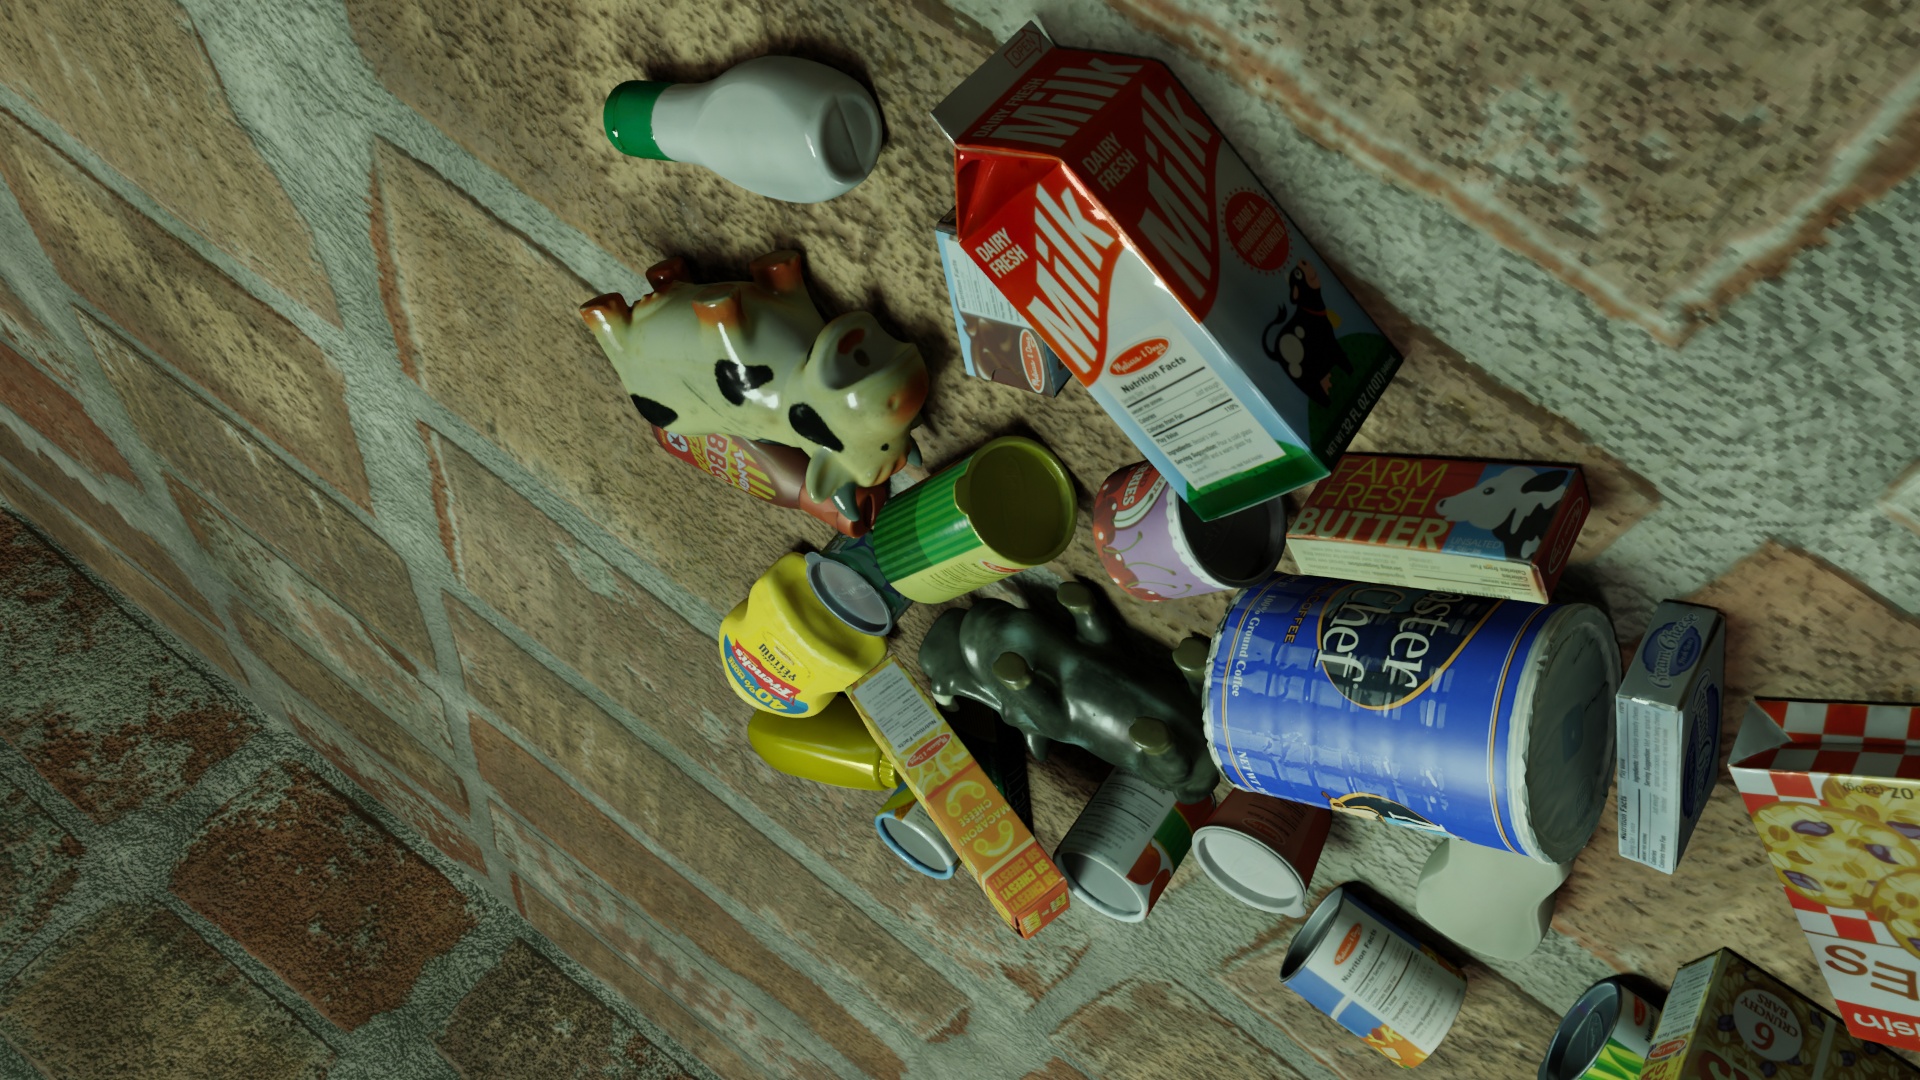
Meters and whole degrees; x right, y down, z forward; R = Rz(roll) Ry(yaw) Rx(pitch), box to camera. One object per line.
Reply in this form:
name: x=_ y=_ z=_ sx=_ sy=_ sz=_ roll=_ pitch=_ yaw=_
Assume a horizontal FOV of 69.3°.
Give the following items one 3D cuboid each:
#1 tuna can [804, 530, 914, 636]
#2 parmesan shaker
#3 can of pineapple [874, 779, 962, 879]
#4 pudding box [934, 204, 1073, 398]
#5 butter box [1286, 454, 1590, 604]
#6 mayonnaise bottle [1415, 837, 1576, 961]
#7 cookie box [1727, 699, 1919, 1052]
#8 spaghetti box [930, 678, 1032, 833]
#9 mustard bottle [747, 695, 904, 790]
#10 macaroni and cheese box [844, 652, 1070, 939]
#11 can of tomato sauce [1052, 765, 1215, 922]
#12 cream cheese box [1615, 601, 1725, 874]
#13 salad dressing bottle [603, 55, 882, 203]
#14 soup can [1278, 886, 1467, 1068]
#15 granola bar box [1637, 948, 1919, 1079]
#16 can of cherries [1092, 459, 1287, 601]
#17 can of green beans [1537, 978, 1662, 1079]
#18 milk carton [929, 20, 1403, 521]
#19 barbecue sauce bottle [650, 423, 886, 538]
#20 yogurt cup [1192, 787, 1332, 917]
tuna can: x=-0.062 y=0.024 z=0.868 sx=0.071 sy=0.033 sz=0.070 roll=27 pitch=146 yaw=20
parmesan shaker: x=0.003 y=-0.009 z=0.721 sx=0.071 sy=0.071 sz=0.102 roll=48 pitch=149 yaw=-12
can of pineapple: x=-0.017 y=0.187 z=0.942 sx=0.071 sy=0.058 sz=0.070 roll=28 pitch=147 yaw=21
pudding box: x=0.022 y=-0.107 z=0.614 sx=0.050 sy=0.030 sz=0.083 roll=18 pitch=143 yaw=30
butter box: x=0.185 y=-0.007 z=0.544 sx=0.103 sy=0.053 sz=0.024 roll=7 pitch=139 yaw=43
mayonnaise bottle: x=0.263 y=0.147 z=0.667 sx=0.065 sy=0.041 sz=0.147 roll=24 pitch=144 yaw=23
cookie box: x=0.382 y=0.135 z=0.521 sx=0.123 sy=0.040 sz=0.167 roll=-5 pitch=127 yaw=50
spaghetti box: x=0.019 y=0.163 z=0.960 sx=0.050 sy=0.029 sz=0.248 roll=24 pitch=145 yaw=26
mustard bottle: x=-0.080 y=0.152 z=1.022 sx=0.160 sy=0.065 sz=0.048 roll=13 pitch=136 yaw=30
macaroni and cheese box: x=0.000 y=0.159 z=0.845 sx=0.167 sy=0.040 sz=0.123 roll=51 pitch=171 yaw=21
can of tomato sauce: x=0.104 y=0.177 z=0.832 sx=0.071 sy=0.083 sz=0.070 roll=28 pitch=146 yaw=21
cream cheese box: x=0.280 y=0.079 z=0.549 sx=0.024 sy=0.053 sz=0.103 roll=15 pitch=140 yaw=38
salad dressing bottle: x=-0.104 y=-0.189 z=0.635 sx=0.148 sy=0.044 sz=0.064 roll=17 pitch=143 yaw=36
soup can: x=0.237 y=0.252 z=0.803 sx=0.084 sy=0.072 sz=0.071 roll=34 pitch=148 yaw=9
granola bar box: x=0.390 y=0.284 z=0.621 sx=0.166 sy=0.125 sz=0.038 roll=33 pitch=149 yaw=12
can of cherries: x=0.100 y=-0.010 z=0.618 sx=0.071 sy=0.072 sz=0.058 roll=51 pitch=149 yaw=-16
can of green beans: x=0.342 y=0.269 z=0.709 sx=0.058 sy=0.071 sz=0.071 roll=33 pitch=148 yaw=11
milk carton: x=0.071 y=-0.105 z=0.524 sx=0.190 sy=0.073 sz=0.073 roll=46 pitch=148 yaw=-12
barbecue sauce bottle: x=-0.114 y=-0.050 z=0.820 sx=0.149 sy=0.044 sz=0.064 roll=28 pitch=146 yaw=19
yogurt cup: x=0.171 y=0.165 z=0.774 sx=0.072 sy=0.054 sz=0.072 roll=28 pitch=146 yaw=20
